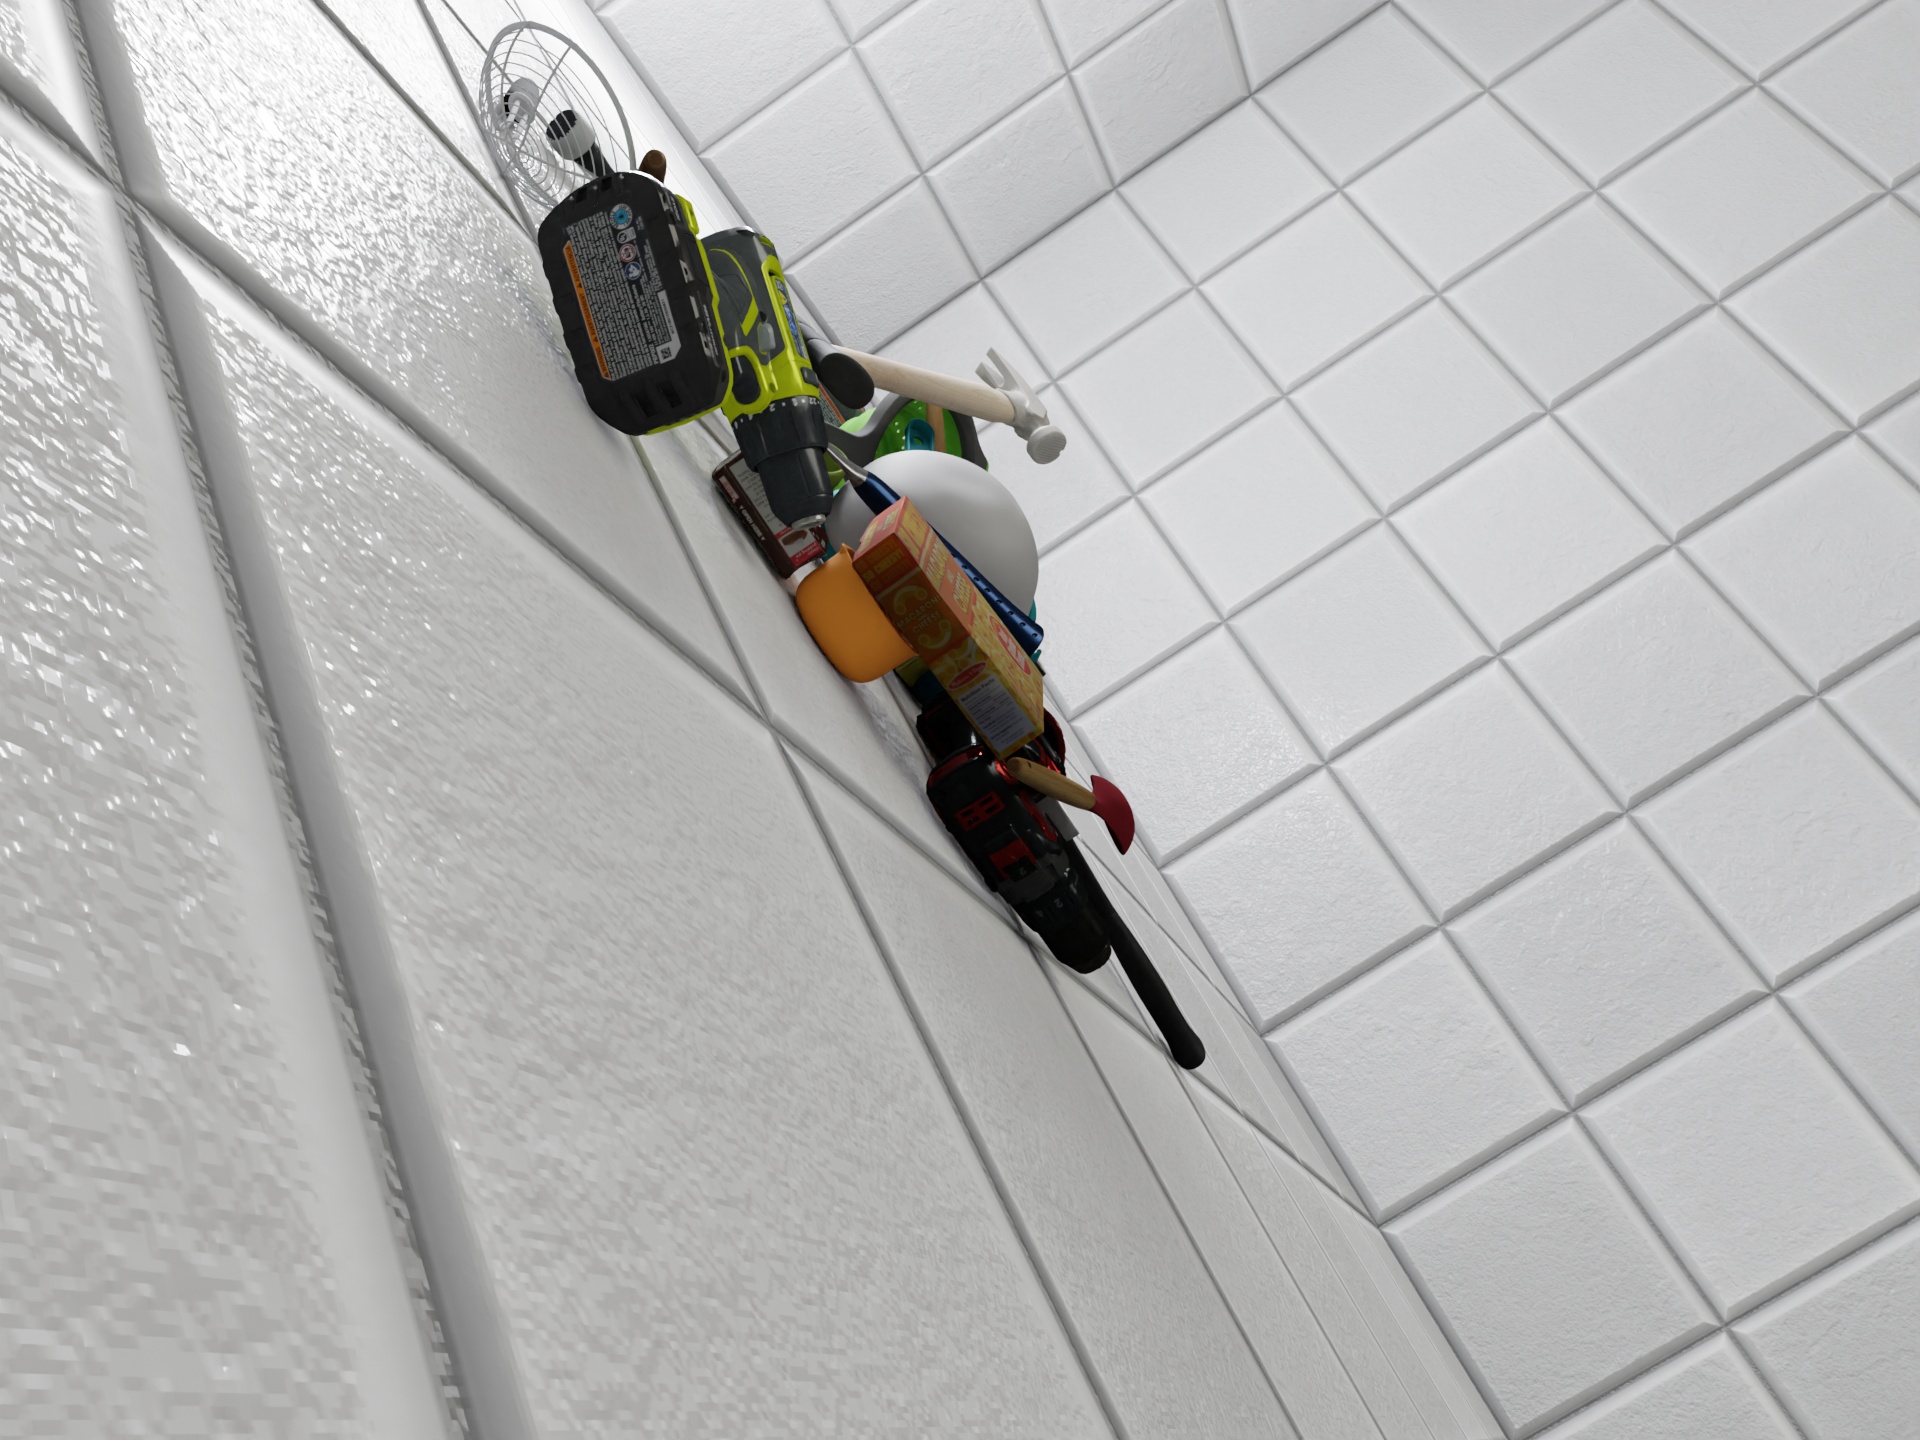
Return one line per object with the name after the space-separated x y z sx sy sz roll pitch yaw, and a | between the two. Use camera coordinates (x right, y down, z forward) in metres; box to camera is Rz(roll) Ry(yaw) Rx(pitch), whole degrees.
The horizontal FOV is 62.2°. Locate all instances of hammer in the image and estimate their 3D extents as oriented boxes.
-0.189 -0.350 1.248 0.409 0.036 0.149 45 1 36 | hammer
0.140 0.189 1.450 0.334 0.035 0.146 59 3 -20 | hammer
-0.083 -0.317 1.423 0.410 0.038 0.146 4 44 -43 | hammer
-0.082 -0.182 1.168 0.405 0.035 0.144 43 14 -24 | hammer

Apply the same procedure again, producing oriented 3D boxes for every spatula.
-0.228 -0.362 1.113 0.082 0.044 0.318 58 -6 -16 | spatula

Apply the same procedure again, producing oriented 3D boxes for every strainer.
-0.015 -0.200 1.375 0.211 0.095 0.341 20 36 -19 | strainer

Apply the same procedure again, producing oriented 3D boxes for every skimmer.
-0.282 -0.432 1.115 0.364 0.090 0.127 -115 -178 -60 | skimmer

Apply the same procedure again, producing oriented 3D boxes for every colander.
-0.115 -0.253 1.528 0.094 0.204 0.396 16 2 31 | colander

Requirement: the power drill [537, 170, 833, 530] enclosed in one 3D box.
-0.145 -0.213 0.941 0.228 0.080 0.190 -6 79 -75 | power drill

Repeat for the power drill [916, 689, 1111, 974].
0.042 0.072 1.180 0.187 0.080 0.227 55 9 -19 | power drill

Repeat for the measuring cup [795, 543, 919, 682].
-0.079 -0.082 1.122 0.095 0.052 0.174 55 4 -21 | measuring cup

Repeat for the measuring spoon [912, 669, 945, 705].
-0.002 -0.004 1.378 0.021 0.042 0.128 59 4 36 | measuring spoon

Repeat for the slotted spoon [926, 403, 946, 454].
-0.018 -0.169 1.554 0.070 0.031 0.313 -59 146 -80 | slotted spoon

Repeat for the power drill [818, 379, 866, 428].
-0.154 -0.334 1.730 0.164 0.084 0.226 57 2 8 | power drill

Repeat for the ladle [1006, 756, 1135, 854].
0.084 0.054 1.162 0.069 0.031 0.315 67 13 17 | ladle

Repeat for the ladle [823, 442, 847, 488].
-0.192 -0.279 1.232 0.319 0.062 0.078 47 4 -47 | ladle
